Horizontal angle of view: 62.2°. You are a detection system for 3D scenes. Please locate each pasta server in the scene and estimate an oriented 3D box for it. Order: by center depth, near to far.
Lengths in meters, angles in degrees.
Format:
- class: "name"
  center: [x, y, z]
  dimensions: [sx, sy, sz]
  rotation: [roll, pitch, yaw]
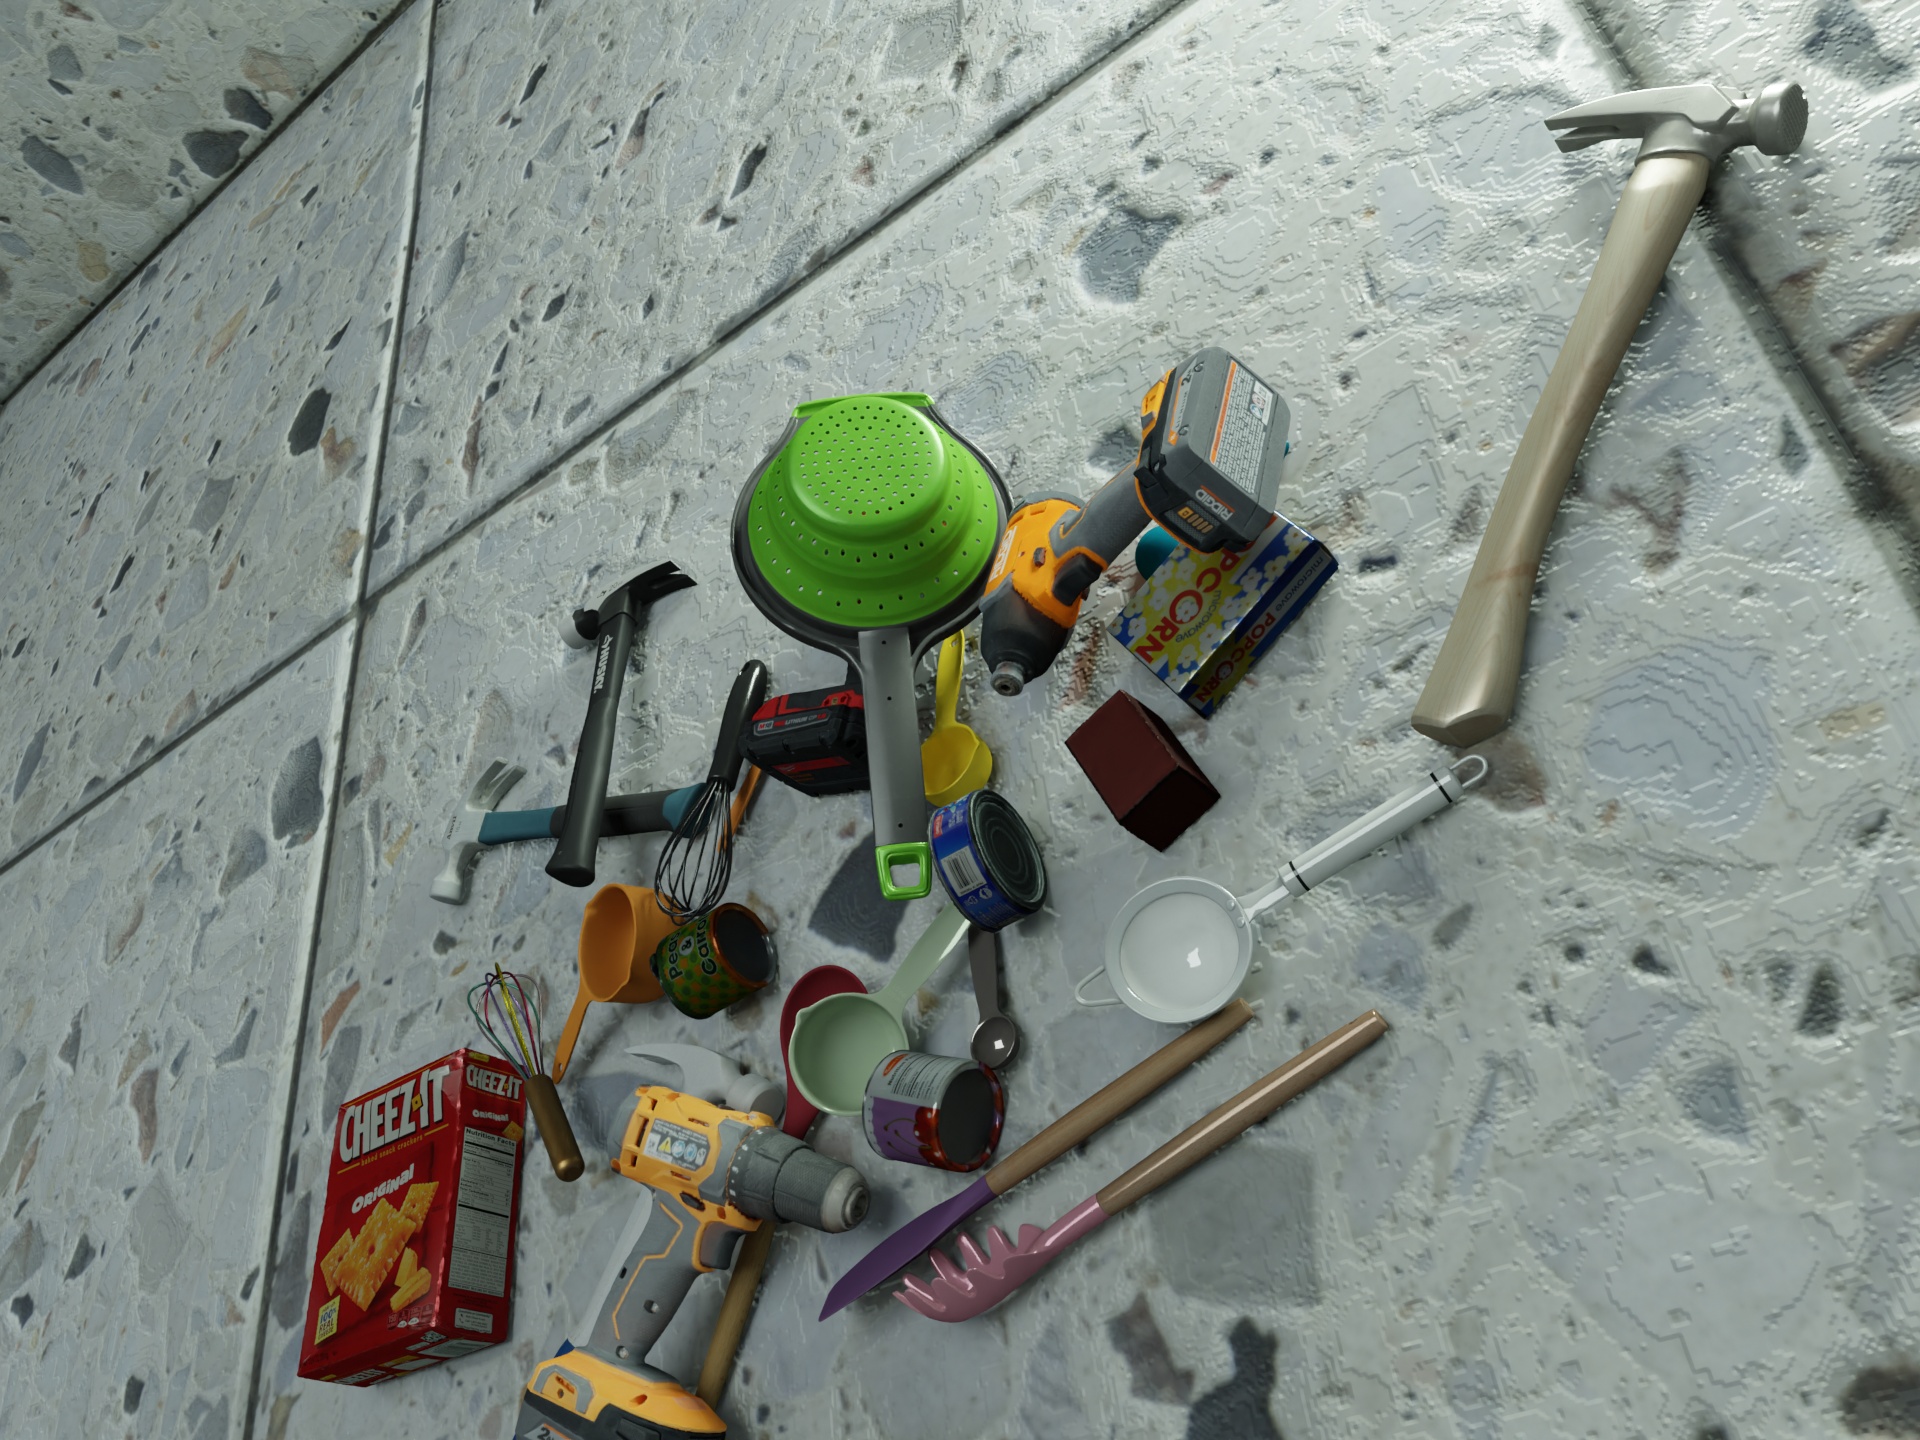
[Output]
- class: "pasta server"
  center: [0.095, 0.244, 0.869]
  dimensions: [0.316, 0.060, 0.040]
  rotation: [-38, 87, 15]

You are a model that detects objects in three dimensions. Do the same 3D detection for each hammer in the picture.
- class: "hammer"
  center: [0.337, -0.179, 0.903]
  dimensions: [0.146, 0.038, 0.411]
  rotation: [16, 77, 46]
- class: "hammer"
  center: [-0.255, 0.411, 1.080]
  dimensions: [0.144, 0.035, 0.405]
  rotation: [16, 77, 45]
- class: "hammer"
  center: [-0.294, -0.001, 1.314]
  dimensions: [0.146, 0.035, 0.335]
  rotation: [-28, 40, 25]
- class: "hammer"
  center: [-0.328, 0.086, 1.334]
  dimensions: [0.331, 0.033, 0.128]
  rotation: [-8, 63, 38]

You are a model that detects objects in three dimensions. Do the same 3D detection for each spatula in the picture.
- class: "spatula"
  center: [0.039, 0.253, 0.917]
  dimensions: [0.316, 0.018, 0.060]
  rotation: [-38, 3, 14]

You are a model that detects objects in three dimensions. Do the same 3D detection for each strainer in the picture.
- class: "strainer"
  center: [0.179, 0.094, 0.881]
  dimensions: [0.258, 0.050, 0.087]
  rotation: [-35, 54, 14]

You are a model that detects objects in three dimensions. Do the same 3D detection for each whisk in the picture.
- class: "whisk"
  center: [-0.325, 0.259, 1.197]
  dimensions: [0.245, 0.051, 0.047]
  rotation: [44, 116, 52]
- class: "whisk"
  center: [-0.183, 0.049, 1.209]
  dimensions: [0.055, 0.055, 0.239]
  rotation: [-17, 46, 34]

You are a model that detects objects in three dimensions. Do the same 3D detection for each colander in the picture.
- class: "colander"
  center: [-0.054, -0.080, 1.059]
  dimensions: [0.204, 0.094, 0.397]
  rotation: [-6, 65, -2]

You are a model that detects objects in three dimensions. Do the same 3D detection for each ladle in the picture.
- class: "ladle"
  center: [-0.122, 0.313, 1.027]
  dimensions: [0.069, 0.031, 0.315]
  rotation: [12, 76, 24]

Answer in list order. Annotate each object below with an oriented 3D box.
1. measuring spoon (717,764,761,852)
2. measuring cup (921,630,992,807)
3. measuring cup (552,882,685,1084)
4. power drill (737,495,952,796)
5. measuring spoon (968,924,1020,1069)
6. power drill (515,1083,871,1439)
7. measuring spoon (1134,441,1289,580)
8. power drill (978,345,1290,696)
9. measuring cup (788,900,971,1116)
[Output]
- class: "measuring spoon"
  center: [-0.159, 0.050, 1.225]
  dimensions: [0.021, 0.011, 0.117]
  rotation: [16, 80, 60]
- class: "measuring cup"
  center: [-0.002, -0.004, 1.113]
  dimensions: [0.062, 0.029, 0.157]
  rotation: [-25, 40, 29]
- class: "measuring cup"
  center: [-0.259, 0.204, 1.200]
  dimensions: [0.095, 0.052, 0.173]
  rotation: [44, 116, 47]
- class: "power drill"
  center: [-0.081, -0.061, 1.173]
  dimensions: [0.143, 0.078, 0.220]
  rotation: [-9, 58, 40]
- class: "measuring spoon"
  center: [0.020, 0.165, 1.000]
  dimensions: [0.034, 0.018, 0.124]
  rotation: [-31, 43, 25]
- class: "power drill"
  center: [-0.160, 0.351, 0.974]
  dimensions: [0.185, 0.084, 0.226]
  rotation: [8, 72, 31]
- class: "measuring spoon"
  center: [0.162, -0.142, 1.043]
  dimensions: [0.128, 0.021, 0.042]
  rotation: [-43, 45, 16]
- class: "power drill"
  center: [0.095, -0.112, 0.992]
  dimensions: [0.226, 0.084, 0.164]
  rotation: [-35, 28, 45]
- class: "measuring cup"
  center: [-0.041, 0.177, 1.018]
  dimensions: [0.083, 0.038, 0.167]
  rotation: [38, 80, 7]
